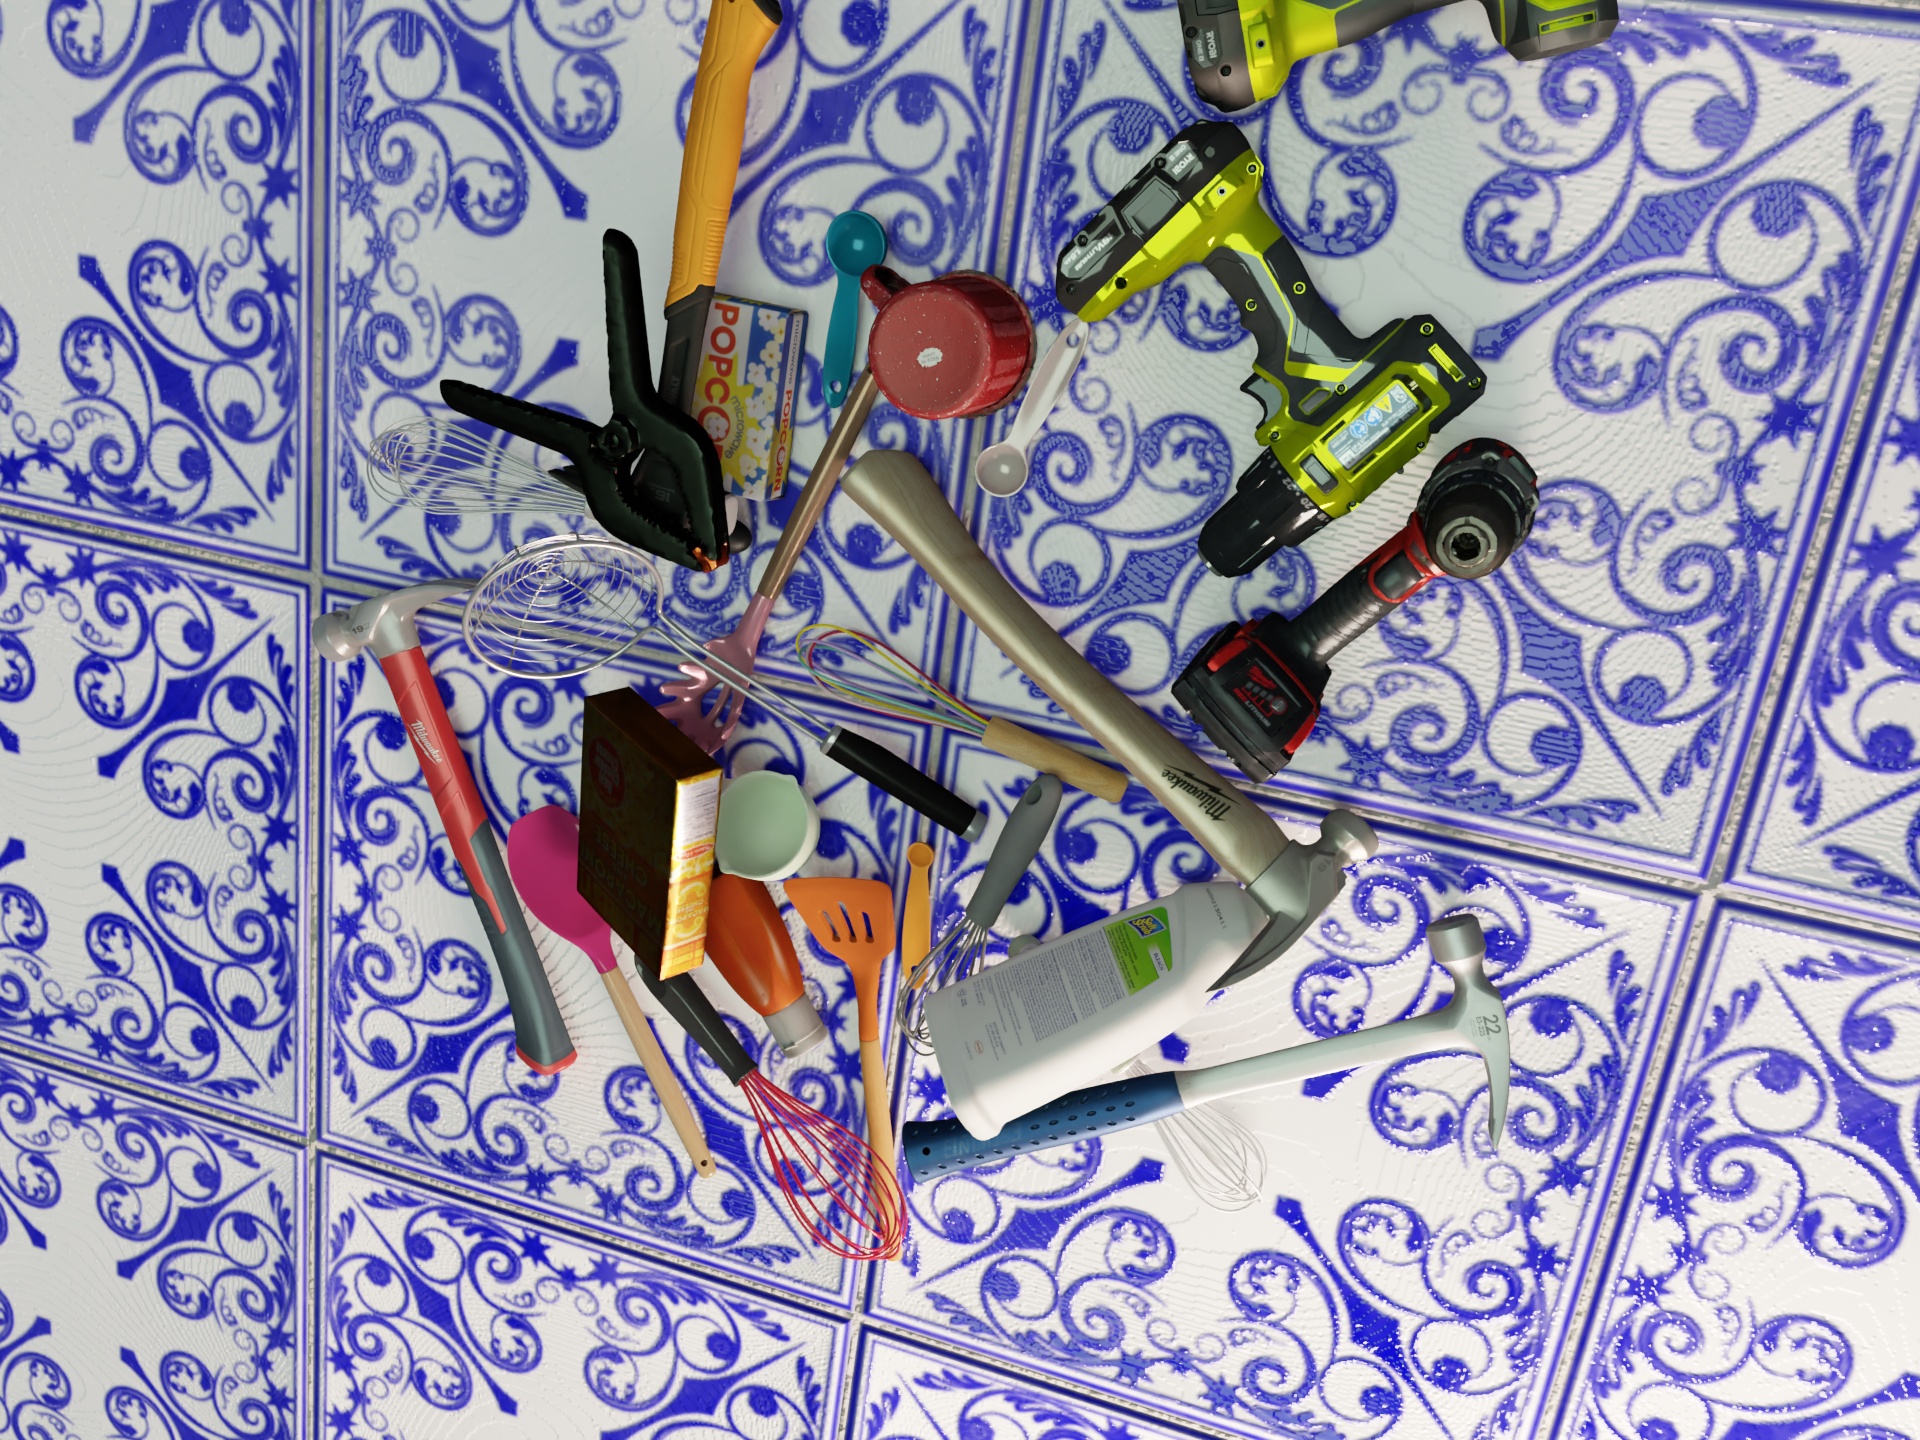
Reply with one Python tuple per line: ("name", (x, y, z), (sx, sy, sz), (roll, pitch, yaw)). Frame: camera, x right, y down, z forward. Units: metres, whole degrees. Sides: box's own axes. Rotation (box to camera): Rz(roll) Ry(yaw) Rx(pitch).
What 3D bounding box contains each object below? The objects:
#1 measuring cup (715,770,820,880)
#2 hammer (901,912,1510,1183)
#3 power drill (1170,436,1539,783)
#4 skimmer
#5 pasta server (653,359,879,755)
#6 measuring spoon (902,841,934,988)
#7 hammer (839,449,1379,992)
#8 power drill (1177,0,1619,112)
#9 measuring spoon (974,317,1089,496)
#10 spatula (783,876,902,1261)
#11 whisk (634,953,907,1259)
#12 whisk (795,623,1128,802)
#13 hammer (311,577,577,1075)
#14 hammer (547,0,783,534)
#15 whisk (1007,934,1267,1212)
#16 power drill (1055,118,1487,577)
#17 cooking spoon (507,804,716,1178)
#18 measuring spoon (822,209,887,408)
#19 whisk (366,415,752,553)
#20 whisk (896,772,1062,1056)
("measuring cup", (-0.168, 0.051, 1.137), (0.168, 0.038, 0.083), (37, 90, 23))
("hammer", (0.157, 0.247, 1.048), (0.405, 0.035, 0.144), (-17, 87, 13))
("power drill", (0.229, -0.065, 0.901), (0.080, 0.188, 0.226), (47, 117, 1))
("skimmer", (-0.144, -0.003, 1.040), (0.363, 0.090, 0.127), (32, 125, -9))
("pasta server", (-0.124, -0.108, 1.074), (0.060, 0.040, 0.316), (36, 112, 17))
("measuring spoon", (-0.029, 0.139, 1.133), (0.021, 0.011, 0.116), (9, 111, 15))
("hammer", (0.071, -0.014, 1.011), (0.411, 0.038, 0.146), (44, 74, 5))
("power drill", (0.227, -0.429, 0.856), (0.223, 0.080, 0.171), (-8, 104, 15))
("measuring spoon", (0.048, -0.199, 1.010), (0.034, 0.018, 0.124), (29, 105, -4))
("spatula", (-0.068, 0.257, 1.160), (0.081, 0.041, 0.322), (0, 106, 18))
("whisk", (-0.145, 0.277, 1.168), (0.296, 0.073, 0.073), (47, 113, 13))
("whisk", (-0.001, -0.005, 1.065), (0.245, 0.051, 0.047), (24, 105, 6))
("hammer", (-0.357, 0.085, 1.202), (0.143, 0.038, 0.386), (-15, 101, 19))
("hammer", (-0.173, -0.289, 0.998), (0.127, 0.034, 0.336), (19, 110, 12))
("whisk", (0.121, 0.242, 1.098), (0.058, 0.059, 0.246), (-42, 86, -14))
("power drill", (0.164, -0.213, 0.935), (0.190, 0.080, 0.228), (-41, 93, 23))
("cooking spoon", (-0.257, 0.211, 1.210), (0.069, 0.017, 0.318), (-28, 102, -22))
("measuring spoon", (-0.070, -0.265, 1.028), (0.042, 0.021, 0.128), (21, 120, 17))
("whisk", (-0.279, -0.157, 1.102), (0.284, 0.070, 0.070), (14, 109, 8))
("whisk", (0.015, 0.135, 1.087), (0.055, 0.055, 0.239), (29, 115, 7))
